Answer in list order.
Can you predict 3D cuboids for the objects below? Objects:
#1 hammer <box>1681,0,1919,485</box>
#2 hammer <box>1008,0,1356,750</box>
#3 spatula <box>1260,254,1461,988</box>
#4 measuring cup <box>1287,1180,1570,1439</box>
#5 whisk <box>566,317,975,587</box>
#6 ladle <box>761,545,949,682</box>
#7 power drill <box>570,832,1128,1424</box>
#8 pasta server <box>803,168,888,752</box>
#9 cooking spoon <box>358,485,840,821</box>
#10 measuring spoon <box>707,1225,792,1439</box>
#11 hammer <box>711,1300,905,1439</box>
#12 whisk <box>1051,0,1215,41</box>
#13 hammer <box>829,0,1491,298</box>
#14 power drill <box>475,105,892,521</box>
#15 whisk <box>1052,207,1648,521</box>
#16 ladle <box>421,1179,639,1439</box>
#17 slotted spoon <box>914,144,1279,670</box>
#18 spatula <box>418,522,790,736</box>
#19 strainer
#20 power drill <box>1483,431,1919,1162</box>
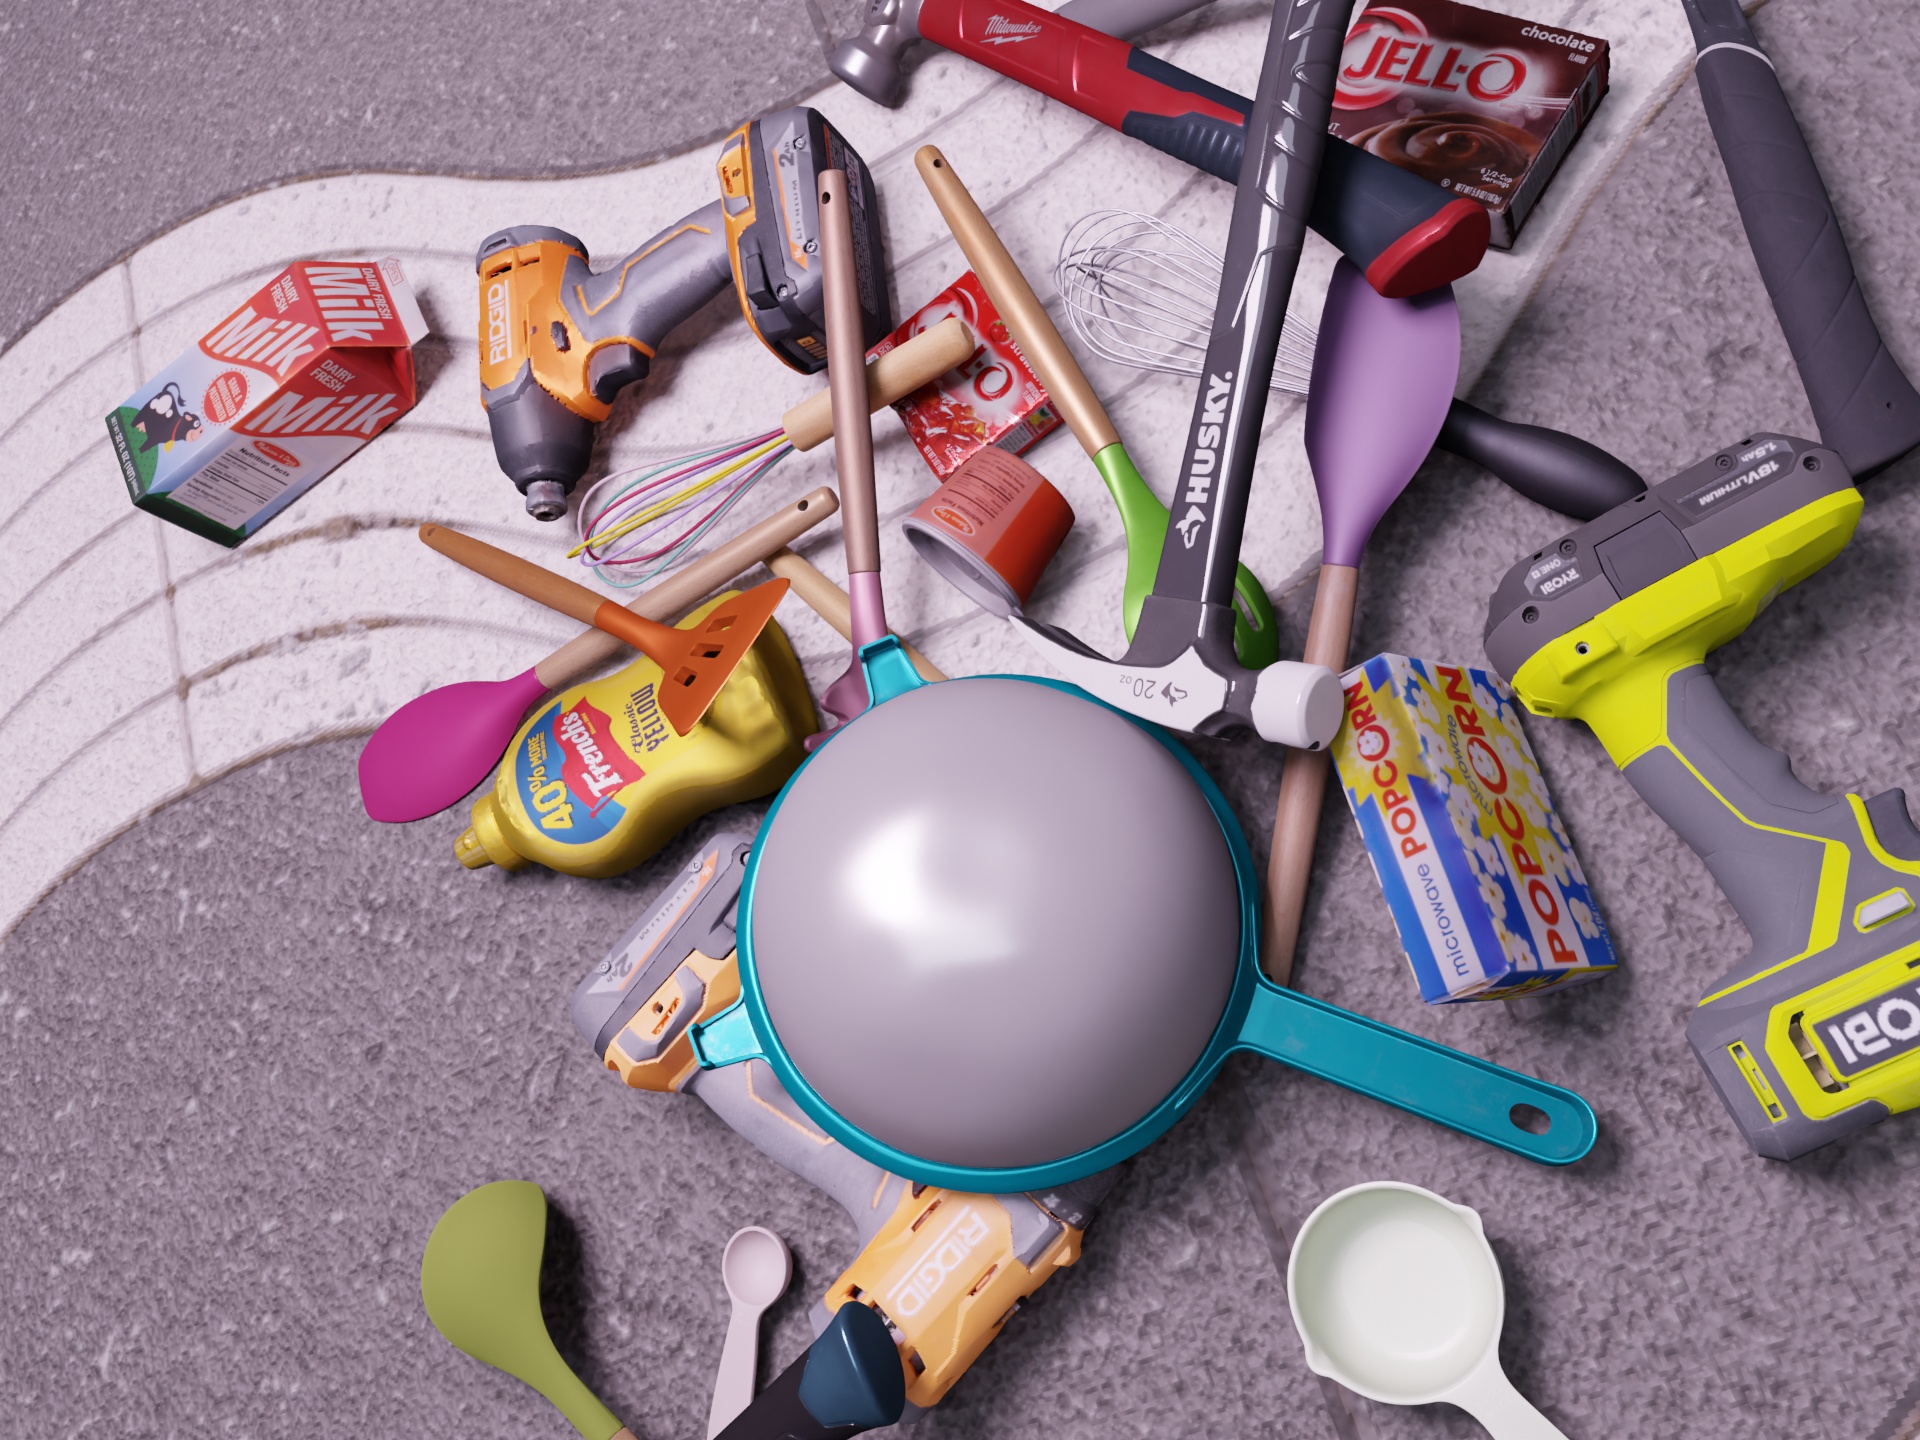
[{"bbox_3d":[0.307,-0.285,0.652,0.149,0.036,0.409,-8,74,-9],"label":"hammer"},{"bbox_3d":[0.109,-0.162,0.622,0.146,0.035,0.335,12,91,44],"label":"hammer"},{"bbox_3d":[0.153,-0.037,0.646,0.060,0.018,0.316,10,89,26],"label":"spatula"},{"bbox_3d":[0.190,0.239,0.569,0.083,0.038,0.168,-46,65,5],"label":"measuring cup"},{"bbox_3d":[-0.099,-0.129,0.776,0.245,0.047,0.051,-24,70,24],"label":"whisk"},{"bbox_3d":[-0.001,-0.002,0.725,0.316,0.031,0.069,41,96,29],"label":"ladle"},{"bbox_3d":[-0.034,0.144,0.669,0.226,0.084,0.185,42,90,23],"label":"power drill"},{"bbox_3d":[-0.049,-0.094,0.718,0.060,0.040,0.316,-6,88,29],"label":"pasta server"},{"bbox_3d":[-0.193,-0.035,0.812,0.319,0.017,0.069,-29,66,18],"label":"cooking spoon"},{"bbox_3d":[-0.092,0.282,0.690,0.034,0.018,0.124,6,84,32],"label":"measuring spoon"},{"bbox_3d":[-0.136,0.347,0.633,0.331,0.033,0.128,-47,73,16],"label":"hammer"},{"bbox_3d":[0.133,-0.349,0.739,0.239,0.055,0.055,-2,74,39],"label":"whisk"},{"bbox_3d":[0.086,-0.297,0.718,0.387,0.038,0.143,42,105,37],"label":"hammer"},{"bbox_3d":[-0.152,-0.202,0.819,0.226,0.084,0.164,-15,70,23],"label":"power drill"},{"bbox_3d":[0.160,-0.151,0.686,0.285,0.070,0.070,30,88,23],"label":"whisk"},{"bbox_3d":[-0.122,0.320,0.674,0.320,0.062,0.078,39,107,22],"label":"ladle"},{"bbox_3d":[0.052,-0.140,0.712,0.070,0.031,0.314,-22,71,-19],"label":"slotted spoon"},{"bbox_3d":[-0.190,-0.062,0.772,0.323,0.041,0.081,23,75,42],"label":"spatula"},{"bbox_3d":[0.067,0.086,0.584,0.340,0.095,0.211,19,73,15],"label":"strainer"},{"bbox_3d":[0.305,0.019,0.565,0.171,0.080,0.223,-30,70,13],"label":"power drill"}]
